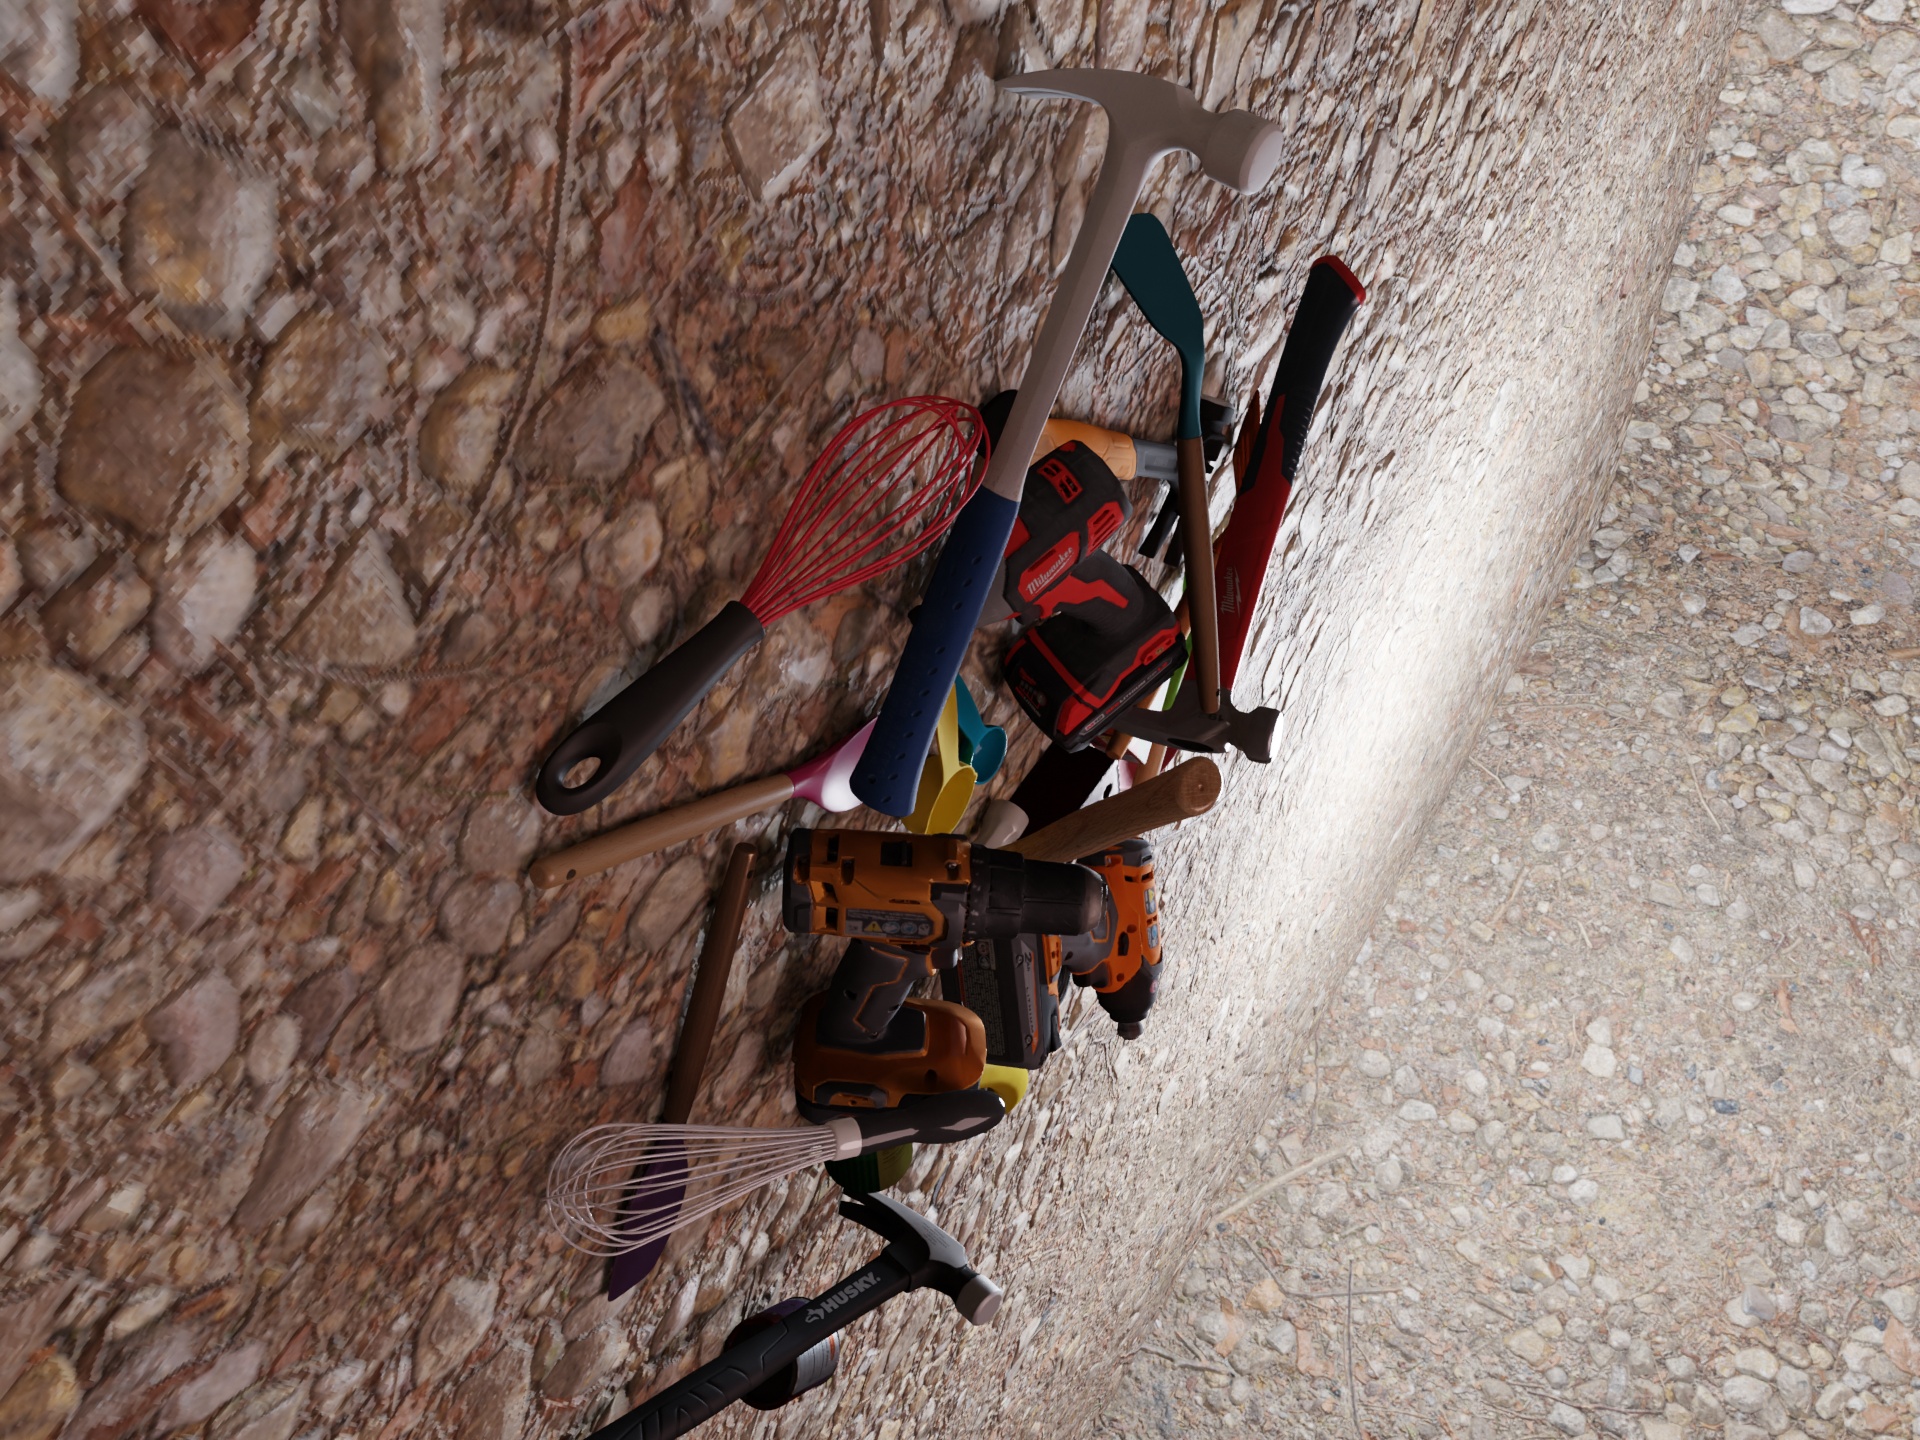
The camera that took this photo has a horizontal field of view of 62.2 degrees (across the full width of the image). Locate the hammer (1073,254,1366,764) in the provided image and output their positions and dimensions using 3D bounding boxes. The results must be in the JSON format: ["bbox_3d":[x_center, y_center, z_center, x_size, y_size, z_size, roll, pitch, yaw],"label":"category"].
[{"bbox_3d":[0.200,-0.162,1.128,0.038,0.143,0.386,53,52,-63],"label":"hammer"}]

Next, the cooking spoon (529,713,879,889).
[{"bbox_3d":[-0.110,0.040,0.850,0.319,0.017,0.068,-20,136,-58],"label":"cooking spoon"}]

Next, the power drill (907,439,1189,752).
[{"bbox_3d":[0.055,-0.069,0.981,0.143,0.079,0.219,-40,151,1],"label":"power drill"}]

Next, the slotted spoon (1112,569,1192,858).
[{"bbox_3d":[0.161,0.015,1.304,0.070,0.031,0.313,-118,-137,-76],"label":"slotted spoon"}]

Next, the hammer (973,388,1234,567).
[{"bbox_3d":[0.095,-0.167,1.044,0.336,0.034,0.127,-8,120,-62],"label":"hammer"}]

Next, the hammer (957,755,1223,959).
[{"bbox_3d":[0.063,0.077,0.998,0.130,0.031,0.331,-56,-169,-26],"label":"hammer"}]

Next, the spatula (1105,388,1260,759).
[{"bbox_3d":[0.171,-0.107,1.187,0.323,0.041,0.081,-60,171,-25],"label":"spatula"}]

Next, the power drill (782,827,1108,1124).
[{"bbox_3d":[-0.016,0.155,0.963,0.084,0.185,0.226,-90,-176,-48],"label":"power drill"}]

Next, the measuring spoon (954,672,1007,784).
[{"bbox_3d":[-0.002,-0.003,1.038,0.042,0.021,0.128,-55,146,-20],"label":"measuring spoon"}]

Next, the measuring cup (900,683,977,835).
[{"bbox_3d":[-0.018,0.015,0.999,0.062,0.029,0.156,-48,151,-34],"label":"measuring cup"}]

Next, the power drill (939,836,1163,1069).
[{"bbox_3d":[0.082,0.190,1.219,0.226,0.084,0.164,-15,101,-52],"label":"power drill"}]

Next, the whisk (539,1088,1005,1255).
[{"bbox_3d":[-0.097,0.244,0.905,0.284,0.070,0.070,-3,121,-30],"label":"whisk"}]

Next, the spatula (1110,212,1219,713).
[{"bbox_3d":[0.136,-0.153,0.998,0.082,0.044,0.317,-35,124,-50],"label":"spatula"}]

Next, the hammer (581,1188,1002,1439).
[{"bbox_3d":[-0.133,0.431,1.100,0.334,0.146,0.035,-17,129,-44],"label":"hammer"}]

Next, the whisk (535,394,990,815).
[{"bbox_3d":[-0.088,-0.060,0.752,0.296,0.073,0.073,-47,151,-24],"label":"whisk"}]

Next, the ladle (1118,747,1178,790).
[{"bbox_3d":[0.087,0.095,1.297,0.315,0.031,0.069,-45,140,-32],"label":"ladle"}]

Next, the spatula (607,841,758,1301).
[{"bbox_3d":[-0.158,0.207,0.919,0.060,0.018,0.315,-23,135,-57],"label":"spatula"}]

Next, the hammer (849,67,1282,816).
[{"bbox_3d":[0.020,-0.133,0.829,0.035,0.144,0.405,-17,134,-57],"label":"hammer"}]
